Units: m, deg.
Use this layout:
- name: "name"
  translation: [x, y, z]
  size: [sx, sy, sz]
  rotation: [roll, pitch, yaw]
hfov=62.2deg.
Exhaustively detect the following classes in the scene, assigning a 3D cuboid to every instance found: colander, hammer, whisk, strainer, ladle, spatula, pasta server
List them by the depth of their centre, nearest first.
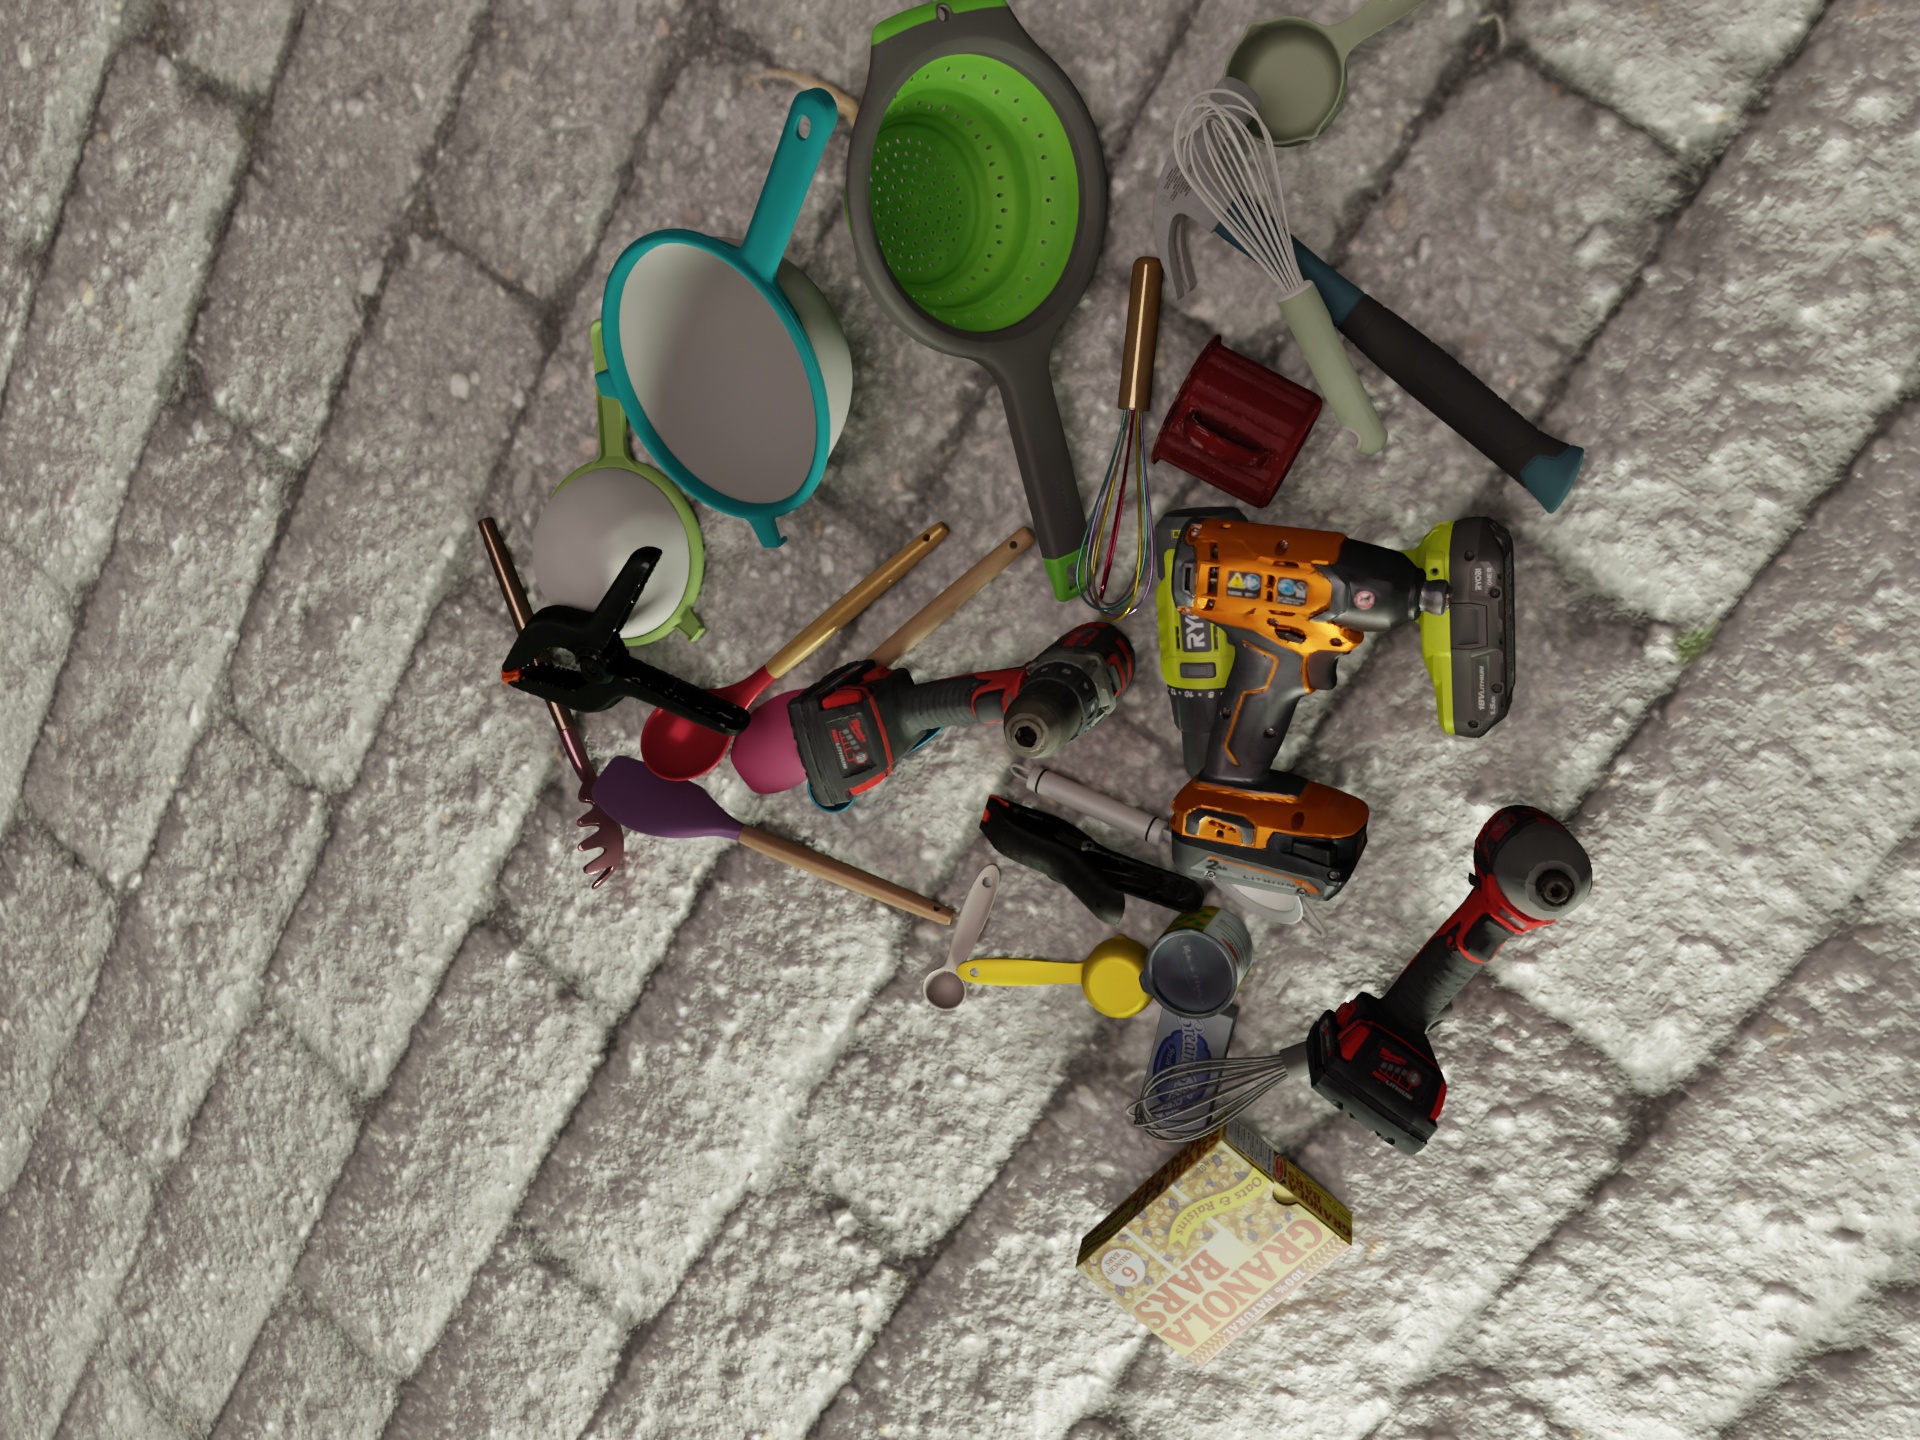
- name: "whisk"
  translation: [0.203, -0.271, 0.978]
  size: [0.059, 0.058, 0.246]
  rotation: [-33, 106, -5]
- name: "hammer"
  translation: [0.258, -0.251, 1.004]
  size: [0.331, 0.033, 0.128]
  rotation: [41, 133, 5]
- name: "colander"
  translation: [0.012, -0.270, 1.079]
  size: [0.095, 0.204, 0.396]
  rotation: [17, 129, 53]
- name: "whisk"
  translation: [0.112, -0.190, 1.083]
  size: [0.051, 0.047, 0.245]
  rotation: [5, 97, -3]
- name: "strainer"
  translation: [-0.126, -0.292, 1.087]
  size: [0.211, 0.095, 0.340]
  rotation: [43, 139, 8]
- name: "whisk"
  translation: [0.228, 0.238, 1.110]
  size: [0.239, 0.055, 0.055]
  rotation: [-23, 92, 11]
- name: "strainer"
  translation: [0.148, 0.080, 1.129]
  size: [0.258, 0.050, 0.086]
  rotation: [23, 152, 21]
- name: "ladle"
  translation: [-0.128, -0.054, 1.218]
  size: [0.315, 0.031, 0.069]
  rotation: [-37, 77, 22]
- name: "strainer"
  translation: [-0.281, -0.179, 1.229]
  size: [0.151, 0.069, 0.256]
  rotation: [5, 104, 21]
- name: "spatula"
  translation: [-0.150, 0.100, 1.255]
  size: [0.316, 0.060, 0.018]
  rotation: [20, 149, 13]
- name: "pasta server"
  translation: [-0.340, -0.015, 1.305]
  size: [0.040, 0.060, 0.316]
  rotation: [-21, 91, -17]

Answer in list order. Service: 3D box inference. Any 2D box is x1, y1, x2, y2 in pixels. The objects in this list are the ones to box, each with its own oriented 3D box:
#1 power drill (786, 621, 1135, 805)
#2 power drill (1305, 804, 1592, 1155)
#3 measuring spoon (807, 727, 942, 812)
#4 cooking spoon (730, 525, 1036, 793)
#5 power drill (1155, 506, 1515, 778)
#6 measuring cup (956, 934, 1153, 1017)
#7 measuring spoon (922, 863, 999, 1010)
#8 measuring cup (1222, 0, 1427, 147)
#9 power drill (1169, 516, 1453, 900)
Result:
- name: "power drill"
  translation: [-0.002, -0.003, 1.088]
  size: [0.227, 0.188, 0.080]
  rotation: [-11, 103, 23]
- name: "power drill"
  translation: [0.314, 0.156, 1.002]
  size: [0.078, 0.143, 0.219]
  rotation: [35, 101, 4]
- name: "measuring spoon"
  translation: [-0.060, 0.028, 1.217]
  size: [0.128, 0.021, 0.042]
  rotation: [-32, 82, 15]
- name: "cooking spoon"
  translation: [-0.063, -0.044, 1.198]
  size: [0.319, 0.017, 0.069]
  rotation: [-39, 86, 25]
- name: "power drill"
  translation: [0.241, -0.046, 1.046]
  size: [0.228, 0.080, 0.190]
  rotation: [0, 105, 24]
- name: "measuring cup"
  translation: [0.069, 0.192, 1.182]
  size: [0.156, 0.029, 0.062]
  rotation: [-1, 101, 16]
- name: "measuring spoon"
  translation: [0.005, 0.165, 1.220]
  size: [0.034, 0.018, 0.124]
  rotation: [23, 102, 7]
- name: "measuring cup"
  translation: [0.242, -0.422, 0.987]
  size: [0.167, 0.038, 0.083]
  rotation: [-30, 89, 22]
- name: "power drill"
  translation: [0.211, -0.008, 0.986]
  size: [0.164, 0.084, 0.226]
  rotation: [9, 113, 23]
